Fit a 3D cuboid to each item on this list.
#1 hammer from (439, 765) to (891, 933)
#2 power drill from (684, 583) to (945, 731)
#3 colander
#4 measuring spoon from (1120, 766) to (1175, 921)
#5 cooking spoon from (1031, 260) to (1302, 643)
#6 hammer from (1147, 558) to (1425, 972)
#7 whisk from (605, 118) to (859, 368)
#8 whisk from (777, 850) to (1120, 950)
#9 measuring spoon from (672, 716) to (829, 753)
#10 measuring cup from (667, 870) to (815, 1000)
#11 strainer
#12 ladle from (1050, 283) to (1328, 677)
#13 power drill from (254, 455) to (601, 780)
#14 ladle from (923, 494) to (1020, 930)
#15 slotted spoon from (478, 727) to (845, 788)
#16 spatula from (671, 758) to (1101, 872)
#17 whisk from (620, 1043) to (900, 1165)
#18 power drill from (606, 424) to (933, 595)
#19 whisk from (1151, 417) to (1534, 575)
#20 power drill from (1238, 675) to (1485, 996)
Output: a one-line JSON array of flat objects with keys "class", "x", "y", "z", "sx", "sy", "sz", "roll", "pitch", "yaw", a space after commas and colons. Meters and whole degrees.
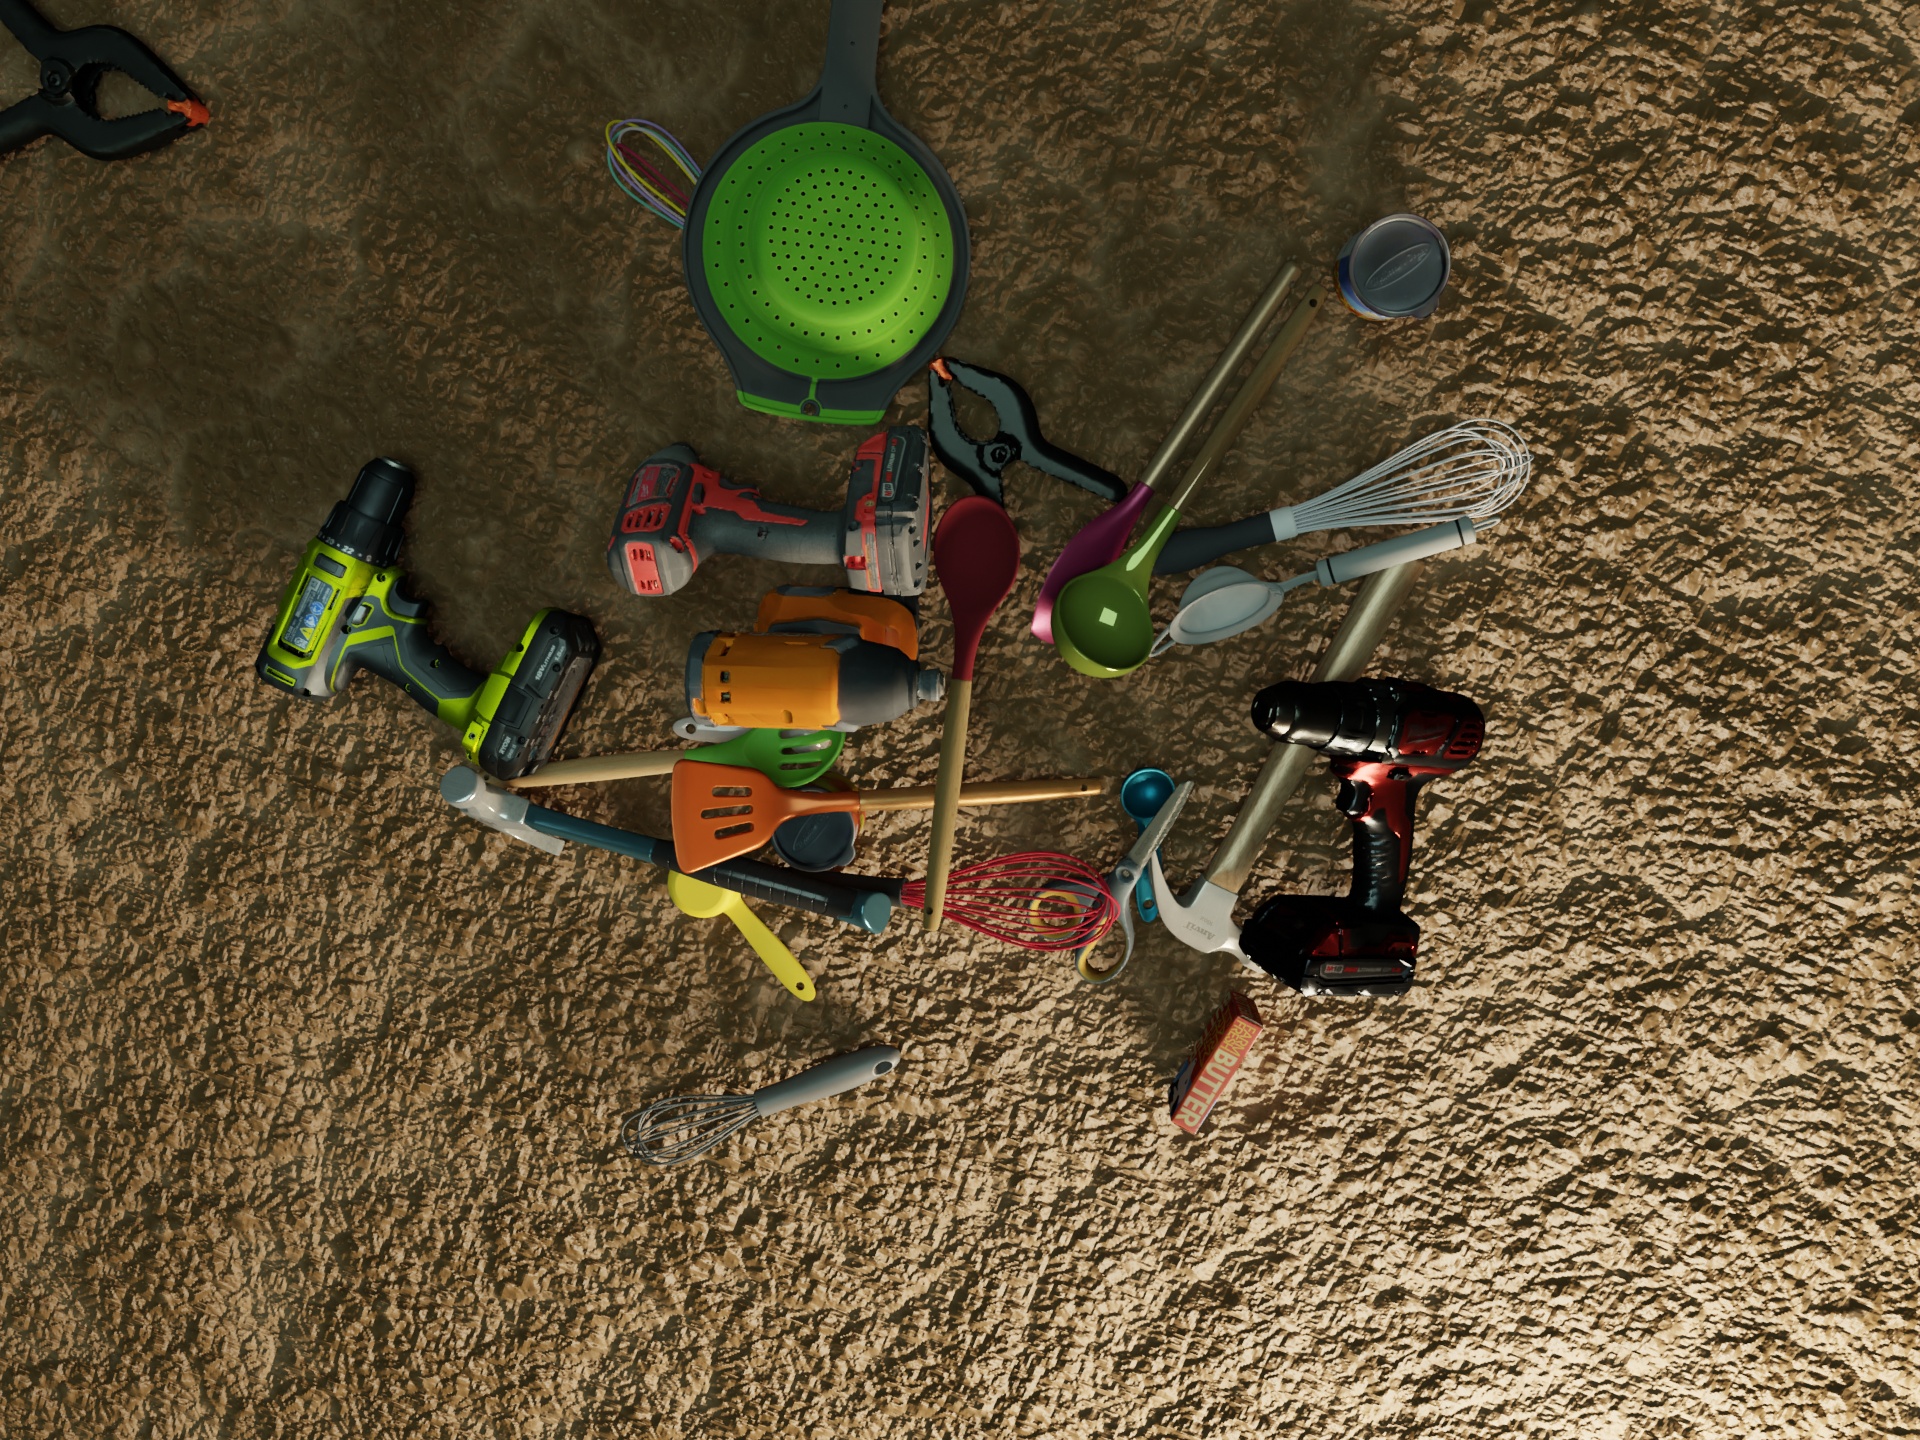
[{"class": "hammer", "x": -0.213, "y": 0.101, "z": 1.183, "sx": 0.331, "sy": 0.128, "sz": 0.033, "roll": 15, "pitch": 76, "yaw": 7}, {"class": "power drill", "x": -0.084, "y": -0.042, "z": 1.099, "sx": 0.164, "sy": 0.226, "sz": 0.084, "roll": 2, "pitch": 102, "yaw": 5}, {"class": "colander", "x": -0.078, "y": -0.404, "z": 1.078, "sx": 0.204, "sy": 0.094, "sz": 0.397, "roll": 6, "pitch": 97, "yaw": -9}, {"class": "measuring spoon", "x": 0.141, "y": 0.093, "z": 1.215, "sx": 0.042, "sy": 0.021, "sz": 0.128, "roll": -5, "pitch": 110, "yaw": -7}, {"class": "cooking spoon", "x": 0.148, "y": -0.190, "z": 1.138, "sx": 0.017, "sy": 0.068, "sz": 0.319, "roll": 39, "pitch": 99, "yaw": 36}, {"class": "hammer", "x": 0.244, "y": 0.022, "z": 1.174, "sx": 0.130, "sy": 0.031, "sz": 0.331, "roll": 25, "pitch": 101, "yaw": -10}, {"class": "whisk", "x": -0.163, "y": -0.337, "z": 1.143, "sx": 0.245, "sy": 0.047, "sz": 0.051, "roll": 45, "pitch": 101, "yaw": -7}, {"class": "whisk", "x": -0.024, "y": 0.130, "z": 1.199, "sx": 0.296, "sy": 0.073, "sz": 0.073, "roll": 1, "pitch": 102, "yaw": 20}, {"class": "measuring spoon", "x": -0.163, "y": 0.010, "z": 1.225, "sx": 0.124, "sy": 0.018, "sz": 0.034, "roll": 3, "pitch": 102, "yaw": 6}, {"class": "measuring cup", "x": -0.170, "y": 0.164, "z": 1.250, "sx": 0.062, "sy": 0.029, "sz": 0.156, "roll": -40, "pitch": 92, "yaw": 12}, {"class": "strainer", "x": 0.250, "y": -0.104, "z": 1.125, "sx": 0.258, "sy": 0.086, "sz": 0.050, "roll": -16, "pitch": 68, "yaw": 18}, {"class": "ladle", "x": 0.168, "y": -0.170, "z": 1.115, "sx": 0.078, "sy": 0.062, "sz": 0.320, "roll": 33, "pitch": 92, "yaw": -9}, {"class": "power drill", "x": -0.396, "y": -0.074, "z": 1.201, "sx": 0.228, "sy": 0.080, "sz": 0.190, "roll": 27, "pitch": 94, "yaw": 3}, {"class": "ladle", "x": -0.002, "y": -0.004, "z": 1.149, "sx": 0.069, "sy": 0.031, "sz": 0.315, "roll": 9, "pitch": 93, "yaw": 26}, {"class": "slotted spoon", "x": -0.232, "y": 0.030, "z": 1.220, "sx": 0.314, "sy": 0.031, "sz": 0.070, "roll": -7, "pitch": 67, "yaw": 14}, {"class": "spatula", "x": -0.049, "y": 0.059, "z": 1.164, "sx": 0.322, "sy": 0.041, "sz": 0.081, "roll": -3, "pitch": 92, "yaw": -13}, {"class": "whisk", "x": -0.160, "y": 0.303, "z": 1.273, "sx": 0.239, "sy": 0.055, "sz": 0.055, "roll": -20, "pitch": 99, "yaw": 5}, {"class": "power drill", "x": -0.133, "y": -0.152, "z": 1.134, "sx": 0.219, "sy": 0.143, "sz": 0.078, "roll": 0, "pitch": 134, "yaw": 4}, {"class": "whisk", "x": 0.262, "y": -0.149, "z": 1.134, "sx": 0.284, "sy": 0.070, "sz": 0.070, "roll": -14, "pitch": 100, "yaw": 14}, {"class": "power drill", "x": 0.268, "y": 0.077, "z": 1.131, "sx": 0.187, "sy": 0.080, "sz": 0.226, "roll": 6, "pitch": 103, "yaw": -28}]
